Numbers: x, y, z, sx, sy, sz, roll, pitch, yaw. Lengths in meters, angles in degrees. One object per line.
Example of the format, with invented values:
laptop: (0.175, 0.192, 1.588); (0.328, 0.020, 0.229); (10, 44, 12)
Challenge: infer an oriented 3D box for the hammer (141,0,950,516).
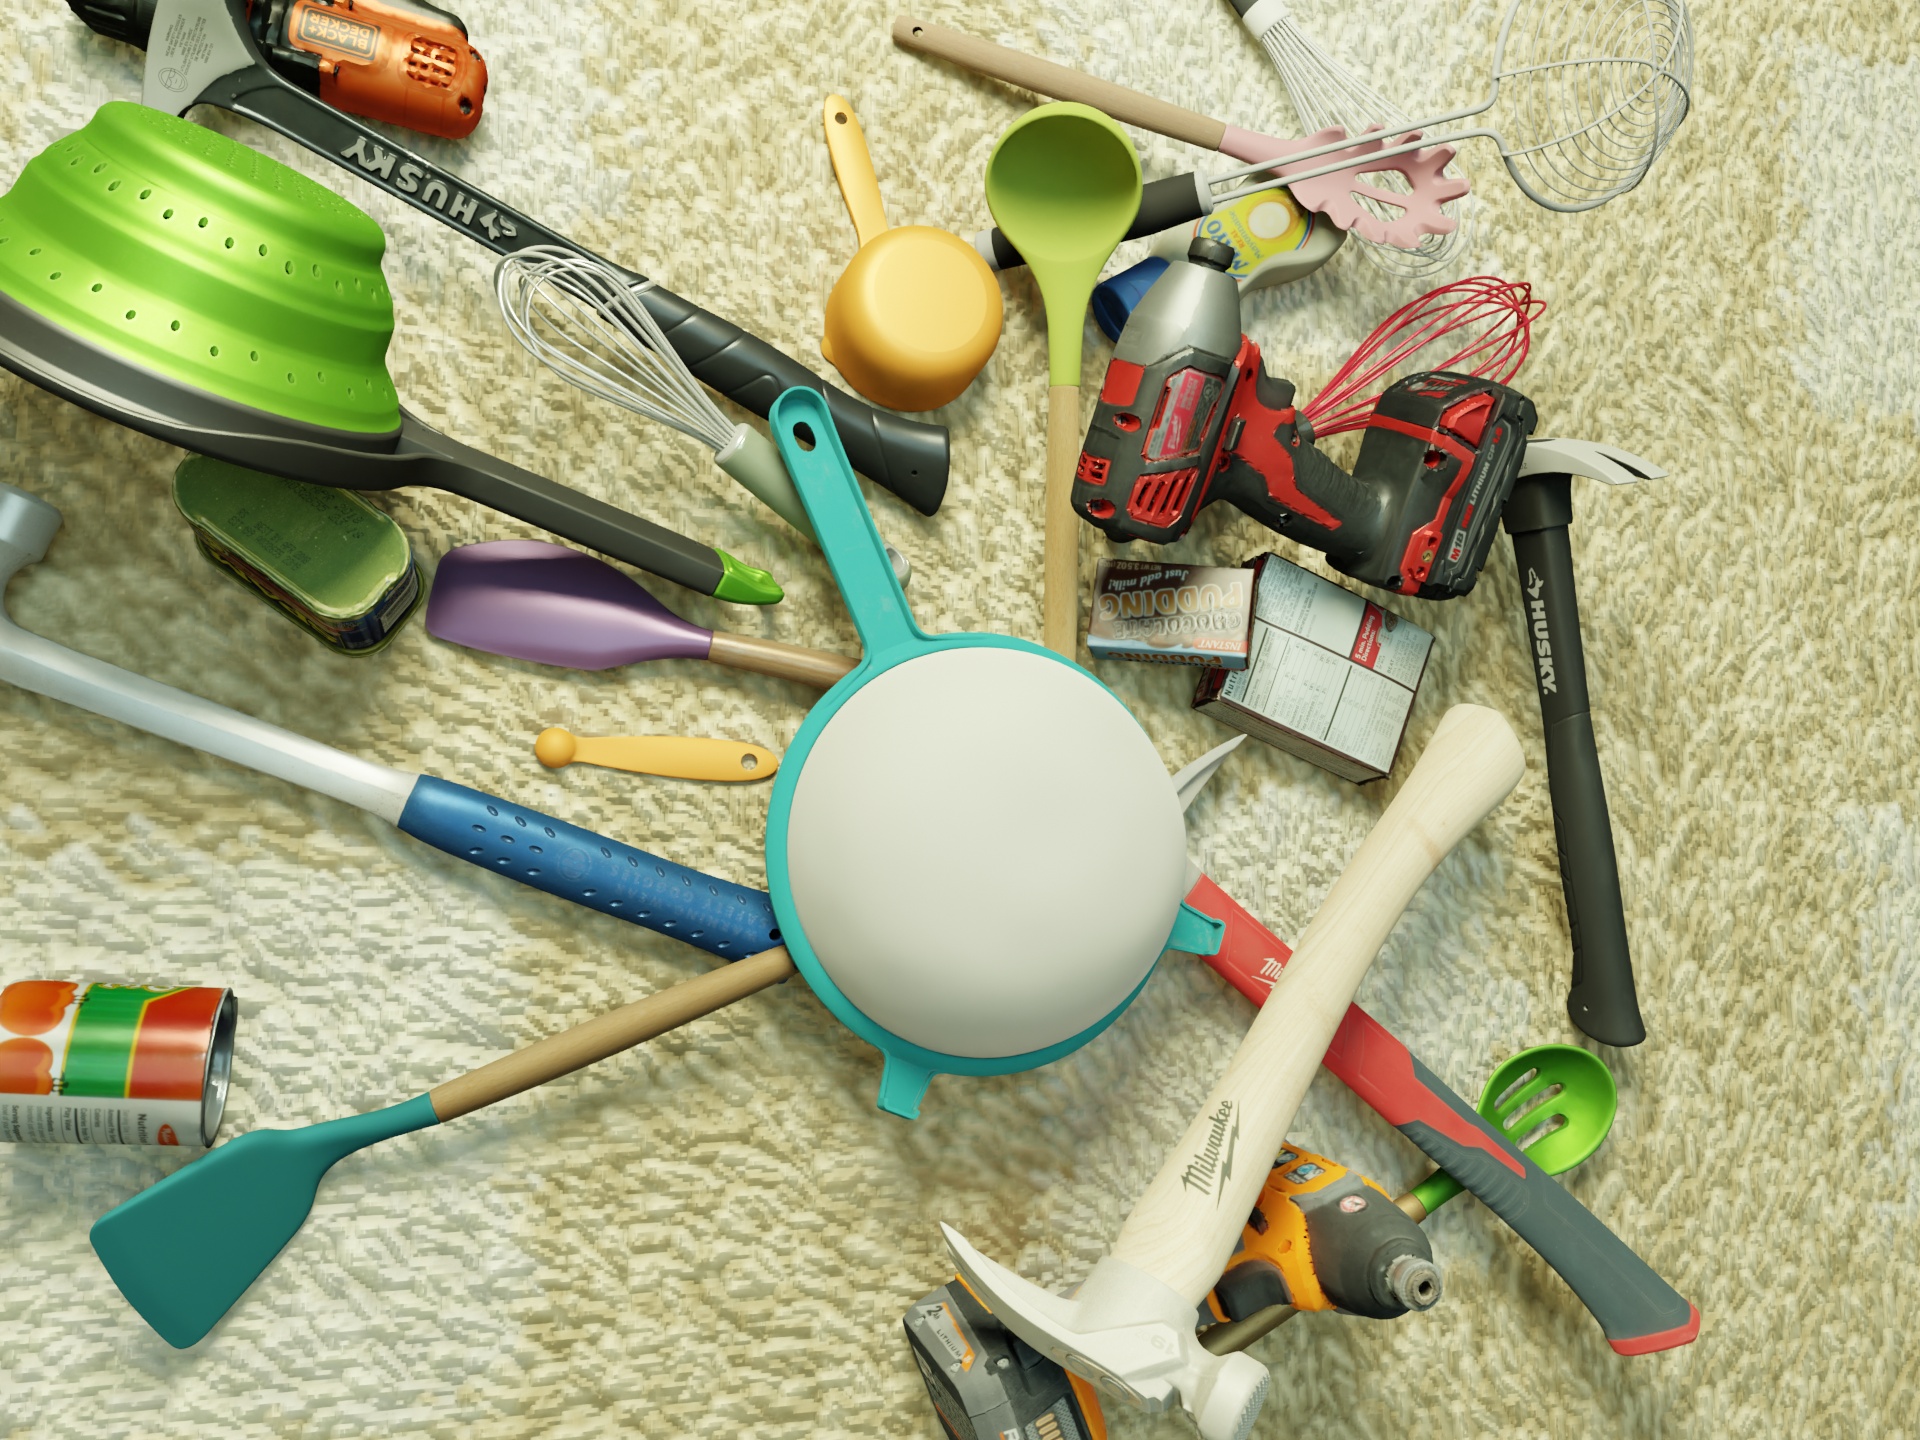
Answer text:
hammer: (-0.180, -0.206, 0.753); (0.408, 0.036, 0.149); (28, 112, -18)

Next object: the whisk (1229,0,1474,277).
whisk: (0.192, -0.372, 0.902); (0.070, 0.070, 0.284); (-36, 89, -18)

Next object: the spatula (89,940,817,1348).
spatula: (-0.203, 0.167, 0.697); (0.317, 0.044, 0.082); (-22, 123, -12)

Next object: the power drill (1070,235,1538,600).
power drill: (0.169, -0.144, 0.790); (0.219, 0.079, 0.143); (10, 104, -25)

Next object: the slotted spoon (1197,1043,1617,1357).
slotted spoon: (0.219, 0.267, 0.836); (0.314, 0.031, 0.070); (-29, 91, -16)

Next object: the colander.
colander: (-0.234, -0.154, 0.677); (0.396, 0.205, 0.094); (21, 105, -31)

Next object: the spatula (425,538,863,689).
spatula: (-0.097, -0.033, 0.778); (0.316, 0.018, 0.060); (13, 76, -10)

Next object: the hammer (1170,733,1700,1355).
hammer: (0.236, 0.178, 0.825); (0.386, 0.038, 0.143); (41, 72, -1)

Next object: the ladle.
ladle: (0.050, -0.141, 0.797); (0.078, 0.062, 0.320); (2, 96, 11)

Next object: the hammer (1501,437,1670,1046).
hammer: (0.335, 0.012, 0.863); (0.035, 0.146, 0.335); (-11, 94, -20)

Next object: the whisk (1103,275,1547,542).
whisk: (0.203, -0.168, 0.875); (0.296, 0.073, 0.073); (-29, 92, -13)

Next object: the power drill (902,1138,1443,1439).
power drill: (0.102, 0.271, 0.728); (0.226, 0.164, 0.084); (-22, 95, -16)

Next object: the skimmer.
skimmer: (0.187, -0.293, 0.818); (0.363, 0.090, 0.127); (-10, 118, 17)

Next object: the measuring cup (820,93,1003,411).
measuring cup: (-0.035, -0.248, 0.813); (0.095, 0.052, 0.173); (-18, 90, -18)

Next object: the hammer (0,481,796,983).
hammer: (-0.261, 0.038, 0.716); (0.405, 0.035, 0.144); (22, 76, -13)

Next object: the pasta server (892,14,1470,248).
pasta server: (0.115, -0.321, 0.849); (0.316, 0.040, 0.060); (18, 100, -2)

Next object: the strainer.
strainer: (-0.001, -0.002, 0.719); (0.211, 0.095, 0.340); (-24, 92, -21)

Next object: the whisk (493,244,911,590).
whisk: (-0.116, -0.136, 0.757); (0.246, 0.059, 0.058); (38, 53, -26)

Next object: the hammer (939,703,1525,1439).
hammer: (0.157, 0.128, 0.752); (0.146, 0.038, 0.411); (22, 53, 27)

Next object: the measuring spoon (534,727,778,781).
measuring spoon: (-0.145, 0.017, 0.766); (0.117, 0.011, 0.021); (5, 81, -16)
